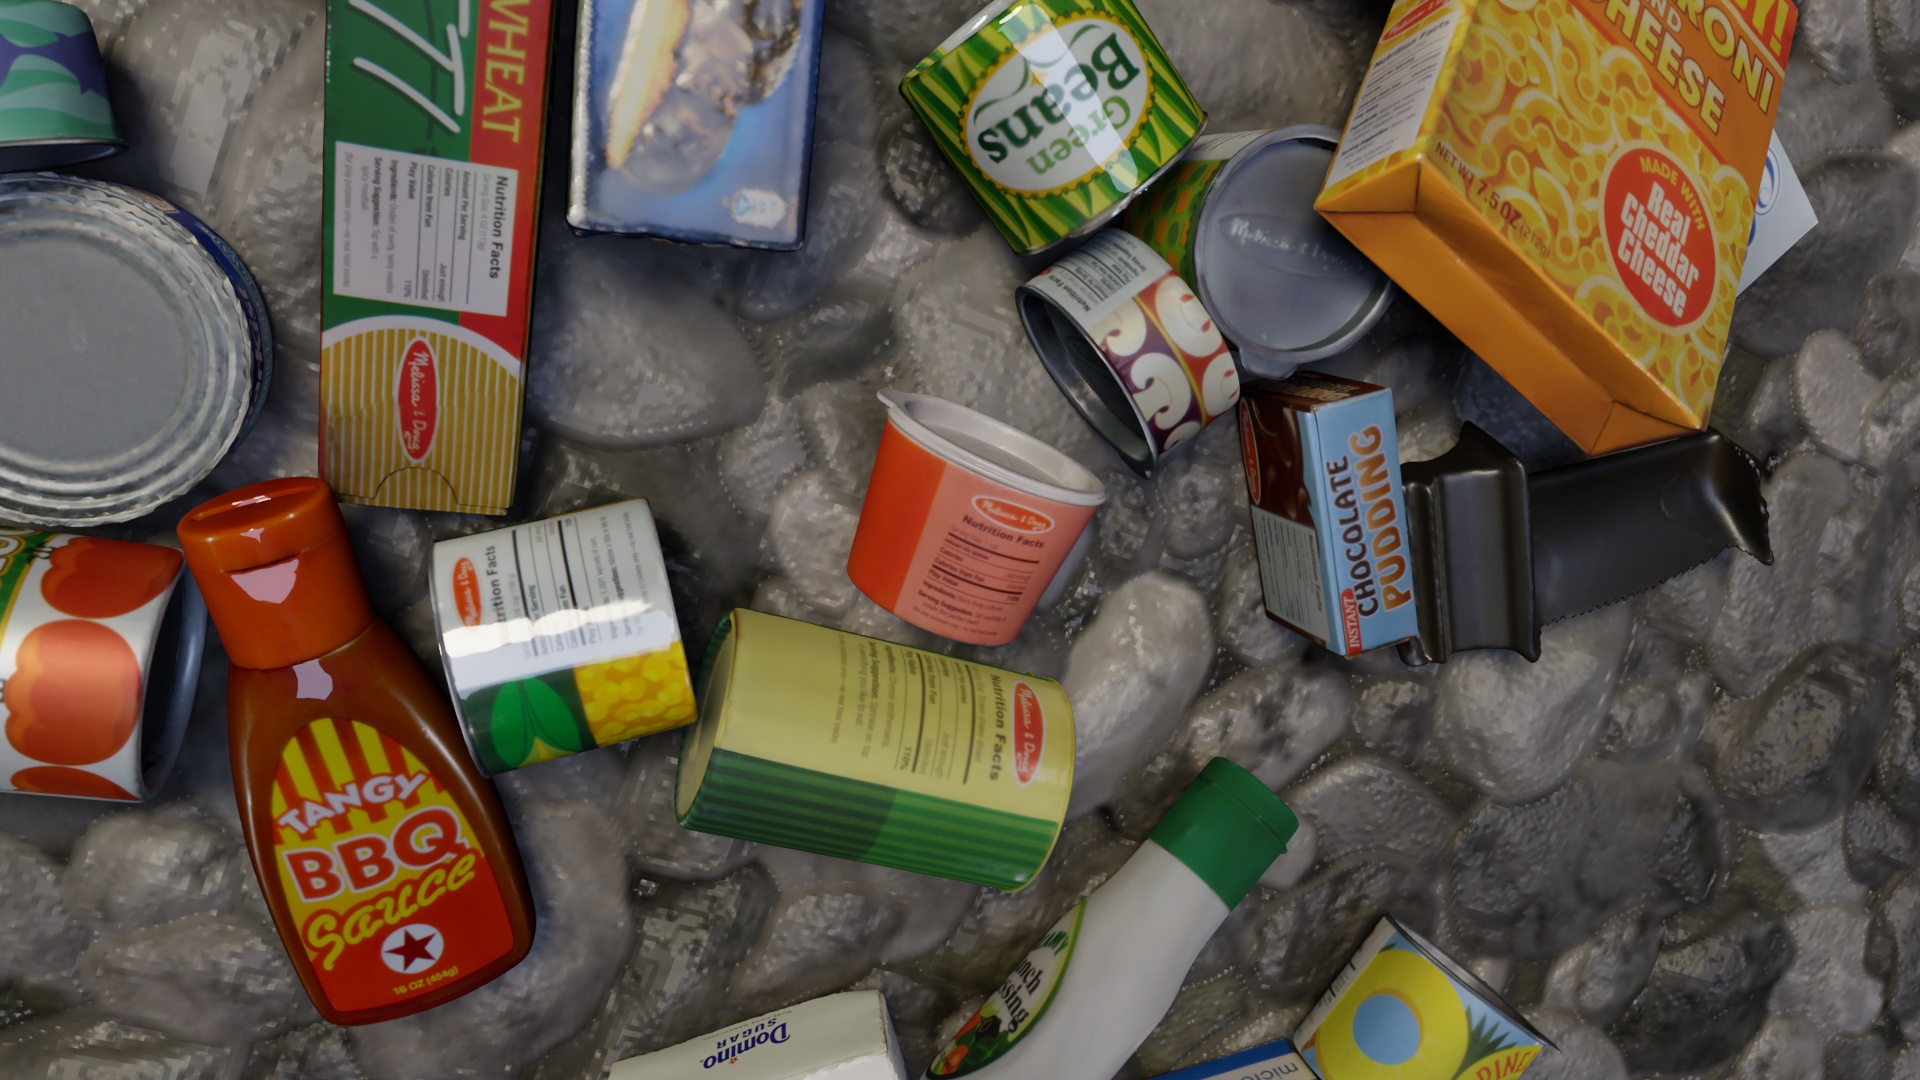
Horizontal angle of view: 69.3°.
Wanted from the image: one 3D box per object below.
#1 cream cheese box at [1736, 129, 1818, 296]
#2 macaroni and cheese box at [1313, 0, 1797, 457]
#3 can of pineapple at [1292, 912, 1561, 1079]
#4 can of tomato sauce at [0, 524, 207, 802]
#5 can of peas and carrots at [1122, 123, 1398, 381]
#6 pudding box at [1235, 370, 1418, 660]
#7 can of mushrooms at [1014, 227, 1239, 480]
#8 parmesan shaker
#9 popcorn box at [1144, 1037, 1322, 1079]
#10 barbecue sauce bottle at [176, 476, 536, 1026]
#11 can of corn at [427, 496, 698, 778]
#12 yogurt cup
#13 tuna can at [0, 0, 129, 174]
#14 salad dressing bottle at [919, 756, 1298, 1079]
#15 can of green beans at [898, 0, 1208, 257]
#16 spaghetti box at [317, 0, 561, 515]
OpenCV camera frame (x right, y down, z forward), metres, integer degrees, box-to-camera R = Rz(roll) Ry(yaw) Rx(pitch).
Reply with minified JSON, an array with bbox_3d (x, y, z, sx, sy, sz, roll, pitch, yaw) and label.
[{"bbox_3d":[0.236,-0.095,0.471,0.104,0.024,0.053,-42,111,-3],"label":"cream cheese box"},{"bbox_3d":[0.179,-0.128,0.403,0.123,0.040,0.167,34,65,-22],"label":"macaroni and cheese box"},{"bbox_3d":[0.162,0.176,0.488,0.071,0.071,0.058,36,92,-20],"label":"can of pineapple"},{"bbox_3d":[-0.240,0.027,0.343,0.083,0.071,0.071,9,100,-18],"label":"can of tomato sauce"},{"bbox_3d":[0.088,-0.086,0.413,0.071,0.059,0.070,-4,104,-14],"label":"can of peas and carrots"},{"bbox_3d":[0.116,-0.010,0.443,0.030,0.050,0.083,-16,106,-13],"label":"pudding box"},{"bbox_3d":[0.049,-0.054,0.406,0.033,0.071,0.071,-37,109,-5],"label":"can of mushrooms"},{"bbox_3d":[-0.027,0.060,0.413,0.103,0.071,0.071,15,98,-17],"label":"parmesan shaker"},{"bbox_3d":[0.072,0.238,0.493,0.127,0.038,0.085,-11,107,-13],"label":"popcorn box"},{"bbox_3d":[-0.164,0.057,0.373,0.065,0.044,0.148,-17,115,-16],"label":"barbecue sauce bottle"},{"bbox_3d":[-0.107,0.026,0.383,0.058,0.071,0.071,-13,106,-13],"label":"can of corn"},{"bbox_3d":[0.001,-0.005,0.406,0.072,0.072,0.053,19,105,-19],"label":"yogurt cup"},{"bbox_3d":[-0.231,-0.101,0.315,0.071,0.071,0.032,-13,105,-12],"label":"tuna can"},{"bbox_3d":[0.051,0.137,0.455,0.044,0.064,0.148,43,80,-1],"label":"salad dressing bottle"},{"bbox_3d":[0.025,-0.121,0.383,0.071,0.071,0.057,-40,109,-3],"label":"can of green beans"},{"bbox_3d":[-0.119,-0.120,0.323,0.050,0.029,0.248,5,120,-18],"label":"spaghetti box"}]
